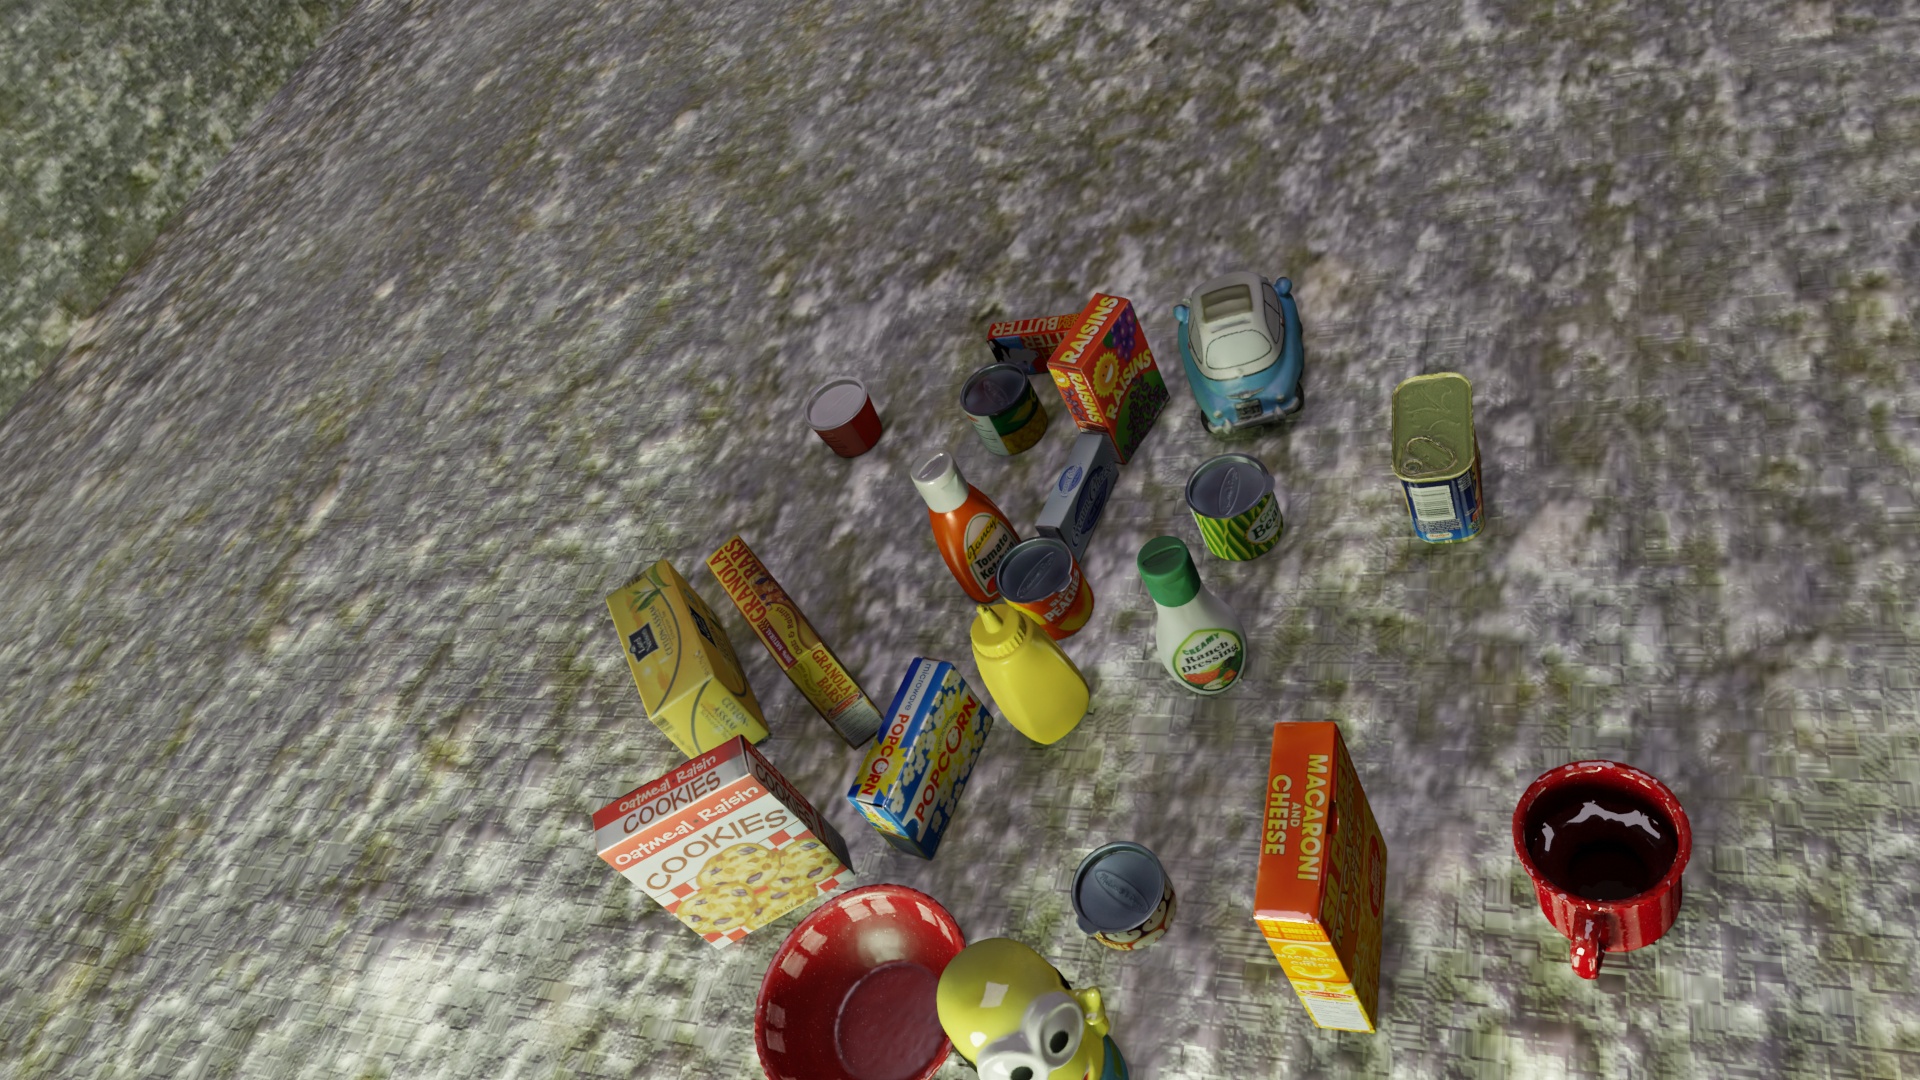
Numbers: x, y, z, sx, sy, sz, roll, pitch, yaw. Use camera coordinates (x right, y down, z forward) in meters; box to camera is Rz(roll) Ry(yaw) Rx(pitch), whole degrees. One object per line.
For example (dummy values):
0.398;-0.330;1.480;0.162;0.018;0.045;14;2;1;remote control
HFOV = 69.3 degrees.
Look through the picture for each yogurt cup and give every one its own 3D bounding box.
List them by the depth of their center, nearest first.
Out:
-0.112;-0.118;1.359;0.072;0.053;0.073;-15;47;17;yogurt cup

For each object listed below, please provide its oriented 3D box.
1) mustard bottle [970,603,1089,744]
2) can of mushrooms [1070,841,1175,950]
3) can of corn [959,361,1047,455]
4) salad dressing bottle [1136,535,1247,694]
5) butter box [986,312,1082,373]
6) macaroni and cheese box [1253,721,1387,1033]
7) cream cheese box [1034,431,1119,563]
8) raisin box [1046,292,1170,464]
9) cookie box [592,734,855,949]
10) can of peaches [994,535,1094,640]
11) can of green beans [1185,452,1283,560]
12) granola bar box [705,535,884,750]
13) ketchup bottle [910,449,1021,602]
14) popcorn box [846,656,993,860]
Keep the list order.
0.044;0.088;1.022;0.065;0.159;0.049;-43;46;-10;mustard bottle
0.110;0.243;0.943;0.071;0.033;0.071;-15;47;17;can of mushrooms
0.043;-0.122;1.276;0.071;0.058;0.071;-15;47;17;can of corn
0.164;0.054;0.996;0.064;0.147;0.044;-25;45;7;salad dressing bottle
0.082;-0.185;1.313;0.103;0.053;0.024;-3;52;26;butter box
0.219;0.202;0.827;0.040;0.165;0.124;-4;51;26;macaroni and cheese box
0.100;-0.036;1.174;0.024;0.053;0.104;8;57;33;cream cheese box
0.129;-0.139;1.198;0.040;0.123;0.086;18;63;38;raisin box
-0.170;0.223;1.016;0.123;0.166;0.040;-29;45;3;cookie box
0.070;0.041;1.122;0.071;0.058;0.071;-15;47;17;can of peaches
0.218;-0.026;1.100;0.071;0.057;0.071;-15;47;17;can of green beans
-0.137;0.084;1.148;0.039;0.123;0.166;-39;45;-6;granola bar box
0.004;-0.014;1.140;0.065;0.148;0.043;-47;46;-14;ketchup bottle
-0.028;0.163;1.049;0.038;0.085;0.127;6;56;32;popcorn box
